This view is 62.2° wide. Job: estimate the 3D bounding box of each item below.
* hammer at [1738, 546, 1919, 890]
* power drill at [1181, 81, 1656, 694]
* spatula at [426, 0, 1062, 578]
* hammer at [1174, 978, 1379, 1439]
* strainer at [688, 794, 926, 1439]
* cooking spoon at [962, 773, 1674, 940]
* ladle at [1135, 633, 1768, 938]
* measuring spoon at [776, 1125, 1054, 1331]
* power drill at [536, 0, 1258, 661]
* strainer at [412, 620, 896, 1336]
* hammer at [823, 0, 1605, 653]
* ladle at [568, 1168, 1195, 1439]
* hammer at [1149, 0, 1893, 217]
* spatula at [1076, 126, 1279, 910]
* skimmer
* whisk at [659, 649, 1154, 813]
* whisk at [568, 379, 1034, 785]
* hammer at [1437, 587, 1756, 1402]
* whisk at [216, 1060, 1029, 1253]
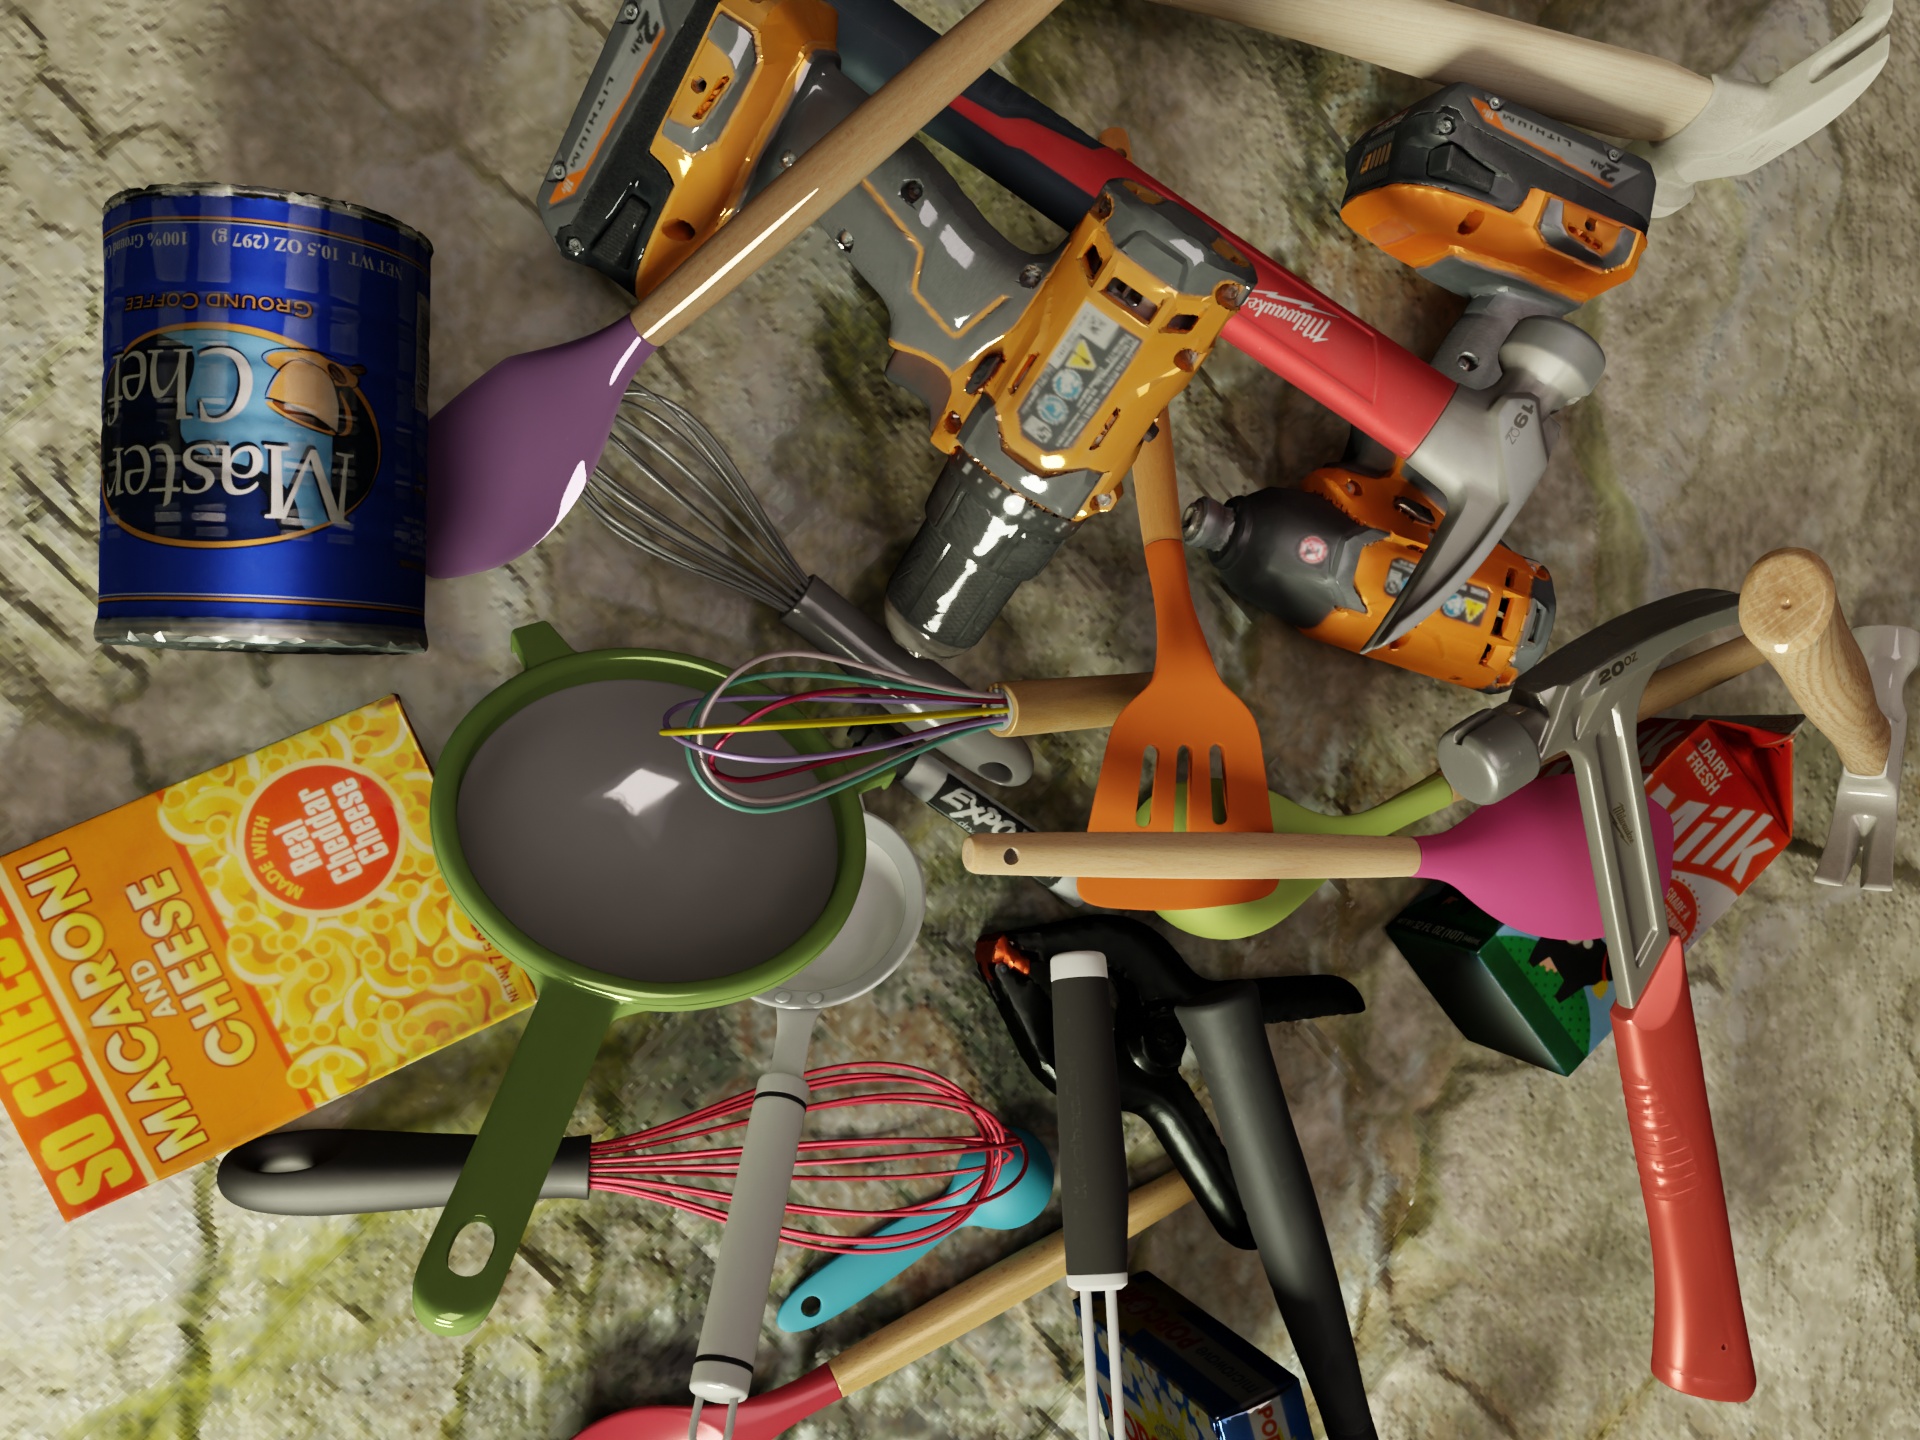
[{"bbox_3d":[0.355,-0.007,0.643,0.331,0.031,0.130,18,79,-54],"label":"hammer"},{"bbox_3d":[0.190,-0.139,0.671,0.164,0.084,0.226,15,90,-16],"label":"power drill"},{"bbox_3d":[-0.085,-0.143,0.528,0.316,0.018,0.060,-34,91,23],"label":"spatula"},{"bbox_3d":[0.143,0.252,0.606,0.035,0.146,0.334,-19,102,-2],"label":"hammer"},{"bbox_3d":[-0.063,0.128,0.570,0.087,0.050,0.259,1,51,10],"label":"strainer"},{"bbox_3d":[0.151,0.052,0.607,0.318,0.017,0.069,2,93,-21],"label":"cooking spoon"},{"bbox_3d":[0.220,0.012,0.679,0.320,0.062,0.078,-22,133,-14],"label":"ladle"},{"bbox_3d":[-0.016,0.210,0.640,0.128,0.021,0.042,-29,98,-15],"label":"measuring spoon"},{"bbox_3d":[-0.035,-0.144,0.570,0.226,0.084,0.185,35,115,1],"label":"power drill"},{"bbox_3d":[-0.124,0.088,0.538,0.151,0.069,0.257,20,48,-5],"label":"strainer"},{"bbox_3d":[0.046,-0.184,0.602,0.386,0.038,0.143,34,85,0],"label":"hammer"},{"bbox_3d":[-0.027,0.250,0.635,0.315,0.031,0.069,-23,104,-17],"label":"ladle"},{"bbox_3d":[0.157,-0.289,0.638,0.410,0.146,0.038,9,82,-12],"label":"hammer"},{"bbox_3d":[0.074,-0.088,0.630,0.081,0.041,0.323,-1,74,-11],"label":"spatula"},{"bbox_3d":[0.042,0.257,0.543,0.127,0.090,0.363,-10,71,21],"label":"skimmer"},{"bbox_3d":[0.000,-0.001,0.594,0.245,0.047,0.051,-5,63,-39],"label":"whisk"},{"bbox_3d":[-0.060,-0.049,0.615,0.238,0.055,0.055,39,80,-18],"label":"whisk"},{"bbox_3d":[0.292,0.130,0.652,0.149,0.037,0.358,-26,111,-18],"label":"hammer"},{"bbox_3d":[-0.119,0.166,0.594,0.295,0.073,0.073,2,90,-11],"label":"whisk"}]
